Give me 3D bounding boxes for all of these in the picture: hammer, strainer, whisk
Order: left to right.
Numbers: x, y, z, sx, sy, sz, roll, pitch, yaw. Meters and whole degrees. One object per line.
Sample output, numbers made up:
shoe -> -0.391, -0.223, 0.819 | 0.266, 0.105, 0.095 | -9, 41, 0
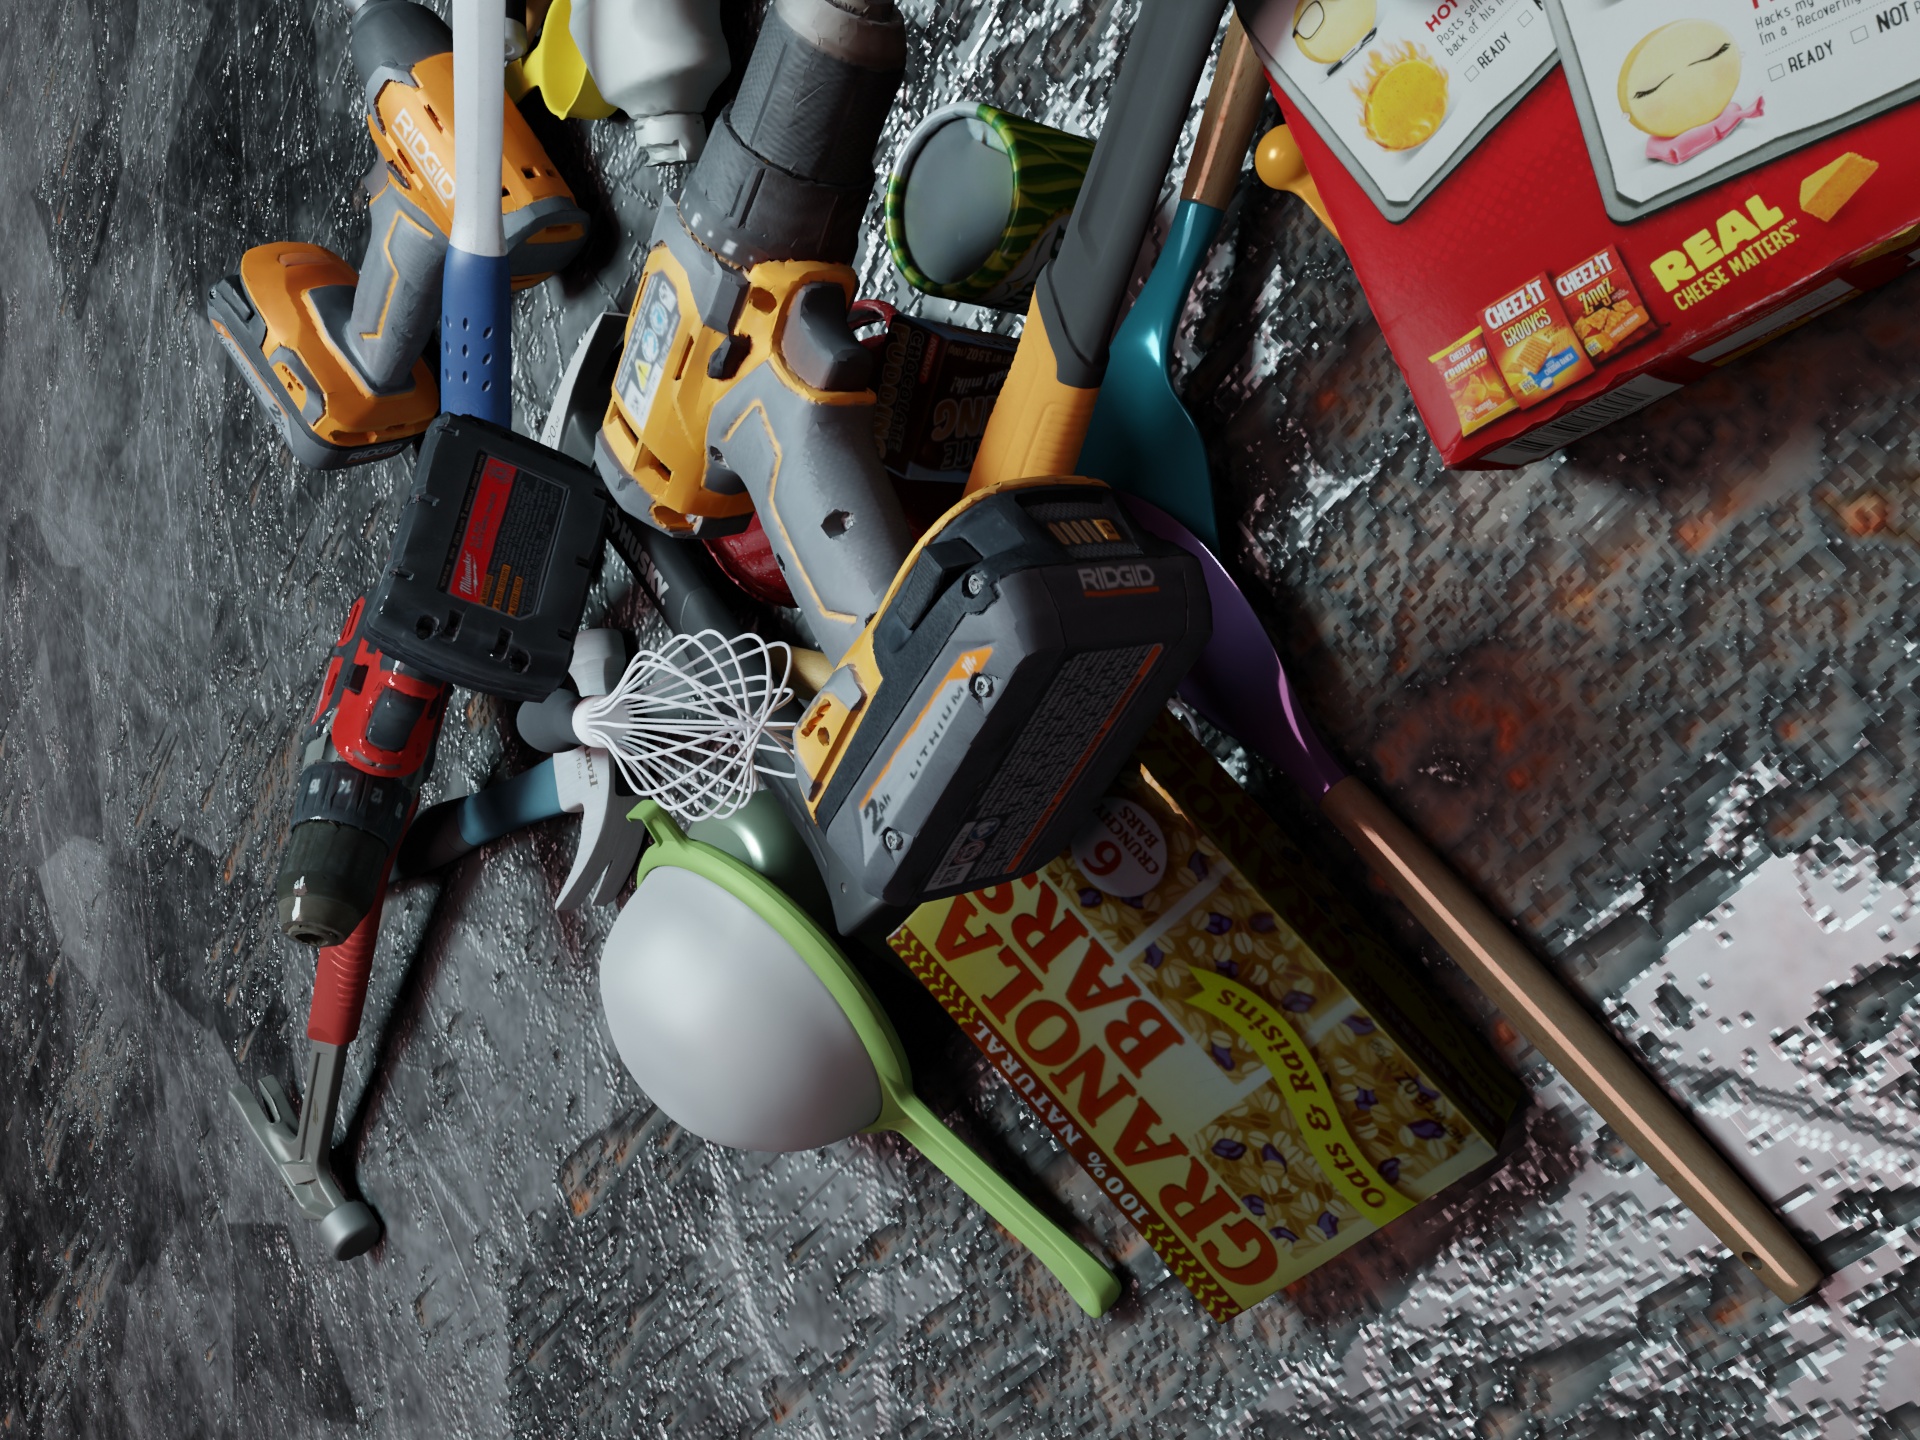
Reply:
hammer -> -0.365, 0.153, 0.924 | 0.149, 0.036, 0.358 | 42, 127, 28
hammer -> -0.272, 0.056, 0.865 | 0.331, 0.033, 0.128 | -19, 79, 43
hammer -> -0.221, -0.224, 0.711 | 0.144, 0.035, 0.405 | 13, 128, -1
whisk -> -0.133, -0.001, 0.640 | 0.285, 0.070, 0.070 | 1, 94, 61
hammer -> -0.103, -0.039, 0.667 | 0.335, 0.035, 0.146 | 52, 130, 36
strainer -> -0.056, 0.154, 0.612 | 0.256, 0.069, 0.151 | 37, 147, 22
whisk -> 0.000, -0.001, 0.602 | 0.245, 0.047, 0.051 | 14, 104, 47
hammer -> 0.021, -0.102, 0.486 | 0.127, 0.034, 0.336 | 43, 130, 33

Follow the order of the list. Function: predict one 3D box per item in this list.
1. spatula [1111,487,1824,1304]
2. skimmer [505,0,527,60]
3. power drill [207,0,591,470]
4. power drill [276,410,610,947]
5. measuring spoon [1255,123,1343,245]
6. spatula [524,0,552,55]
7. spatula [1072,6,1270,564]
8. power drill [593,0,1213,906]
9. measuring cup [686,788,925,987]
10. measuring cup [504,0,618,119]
spatula -> 0.133, 0.038, 0.485 | 0.316, 0.018, 0.059 | 51, 148, 26
skimmer -> -0.260, -0.501, 0.768 | 0.127, 0.090, 0.363 | -14, 79, 43
power drill -> -0.299, -0.251, 0.818 | 0.226, 0.084, 0.164 | -35, 87, 37
power drill -> -0.248, -0.011, 0.720 | 0.226, 0.080, 0.188 | -36, 40, 48
measuring spoon -> 0.130, -0.138, 0.471 | 0.021, 0.011, 0.117 | -47, 73, 18
spatula -> -0.136, -0.432, 0.714 | 0.322, 0.041, 0.081 | -46, 63, 40
spatula -> 0.091, -0.190, 0.515 | 0.082, 0.044, 0.317 | 28, 107, 40
power drill -> -0.024, -0.085, 0.461 | 0.226, 0.084, 0.185 | 55, 134, 29
measuring cup -> -0.060, 0.082, 0.661 | 0.168, 0.038, 0.083 | 24, 109, 42
measuring cup -> -0.203, -0.317, 0.788 | 0.157, 0.029, 0.062 | 10, 100, 55
